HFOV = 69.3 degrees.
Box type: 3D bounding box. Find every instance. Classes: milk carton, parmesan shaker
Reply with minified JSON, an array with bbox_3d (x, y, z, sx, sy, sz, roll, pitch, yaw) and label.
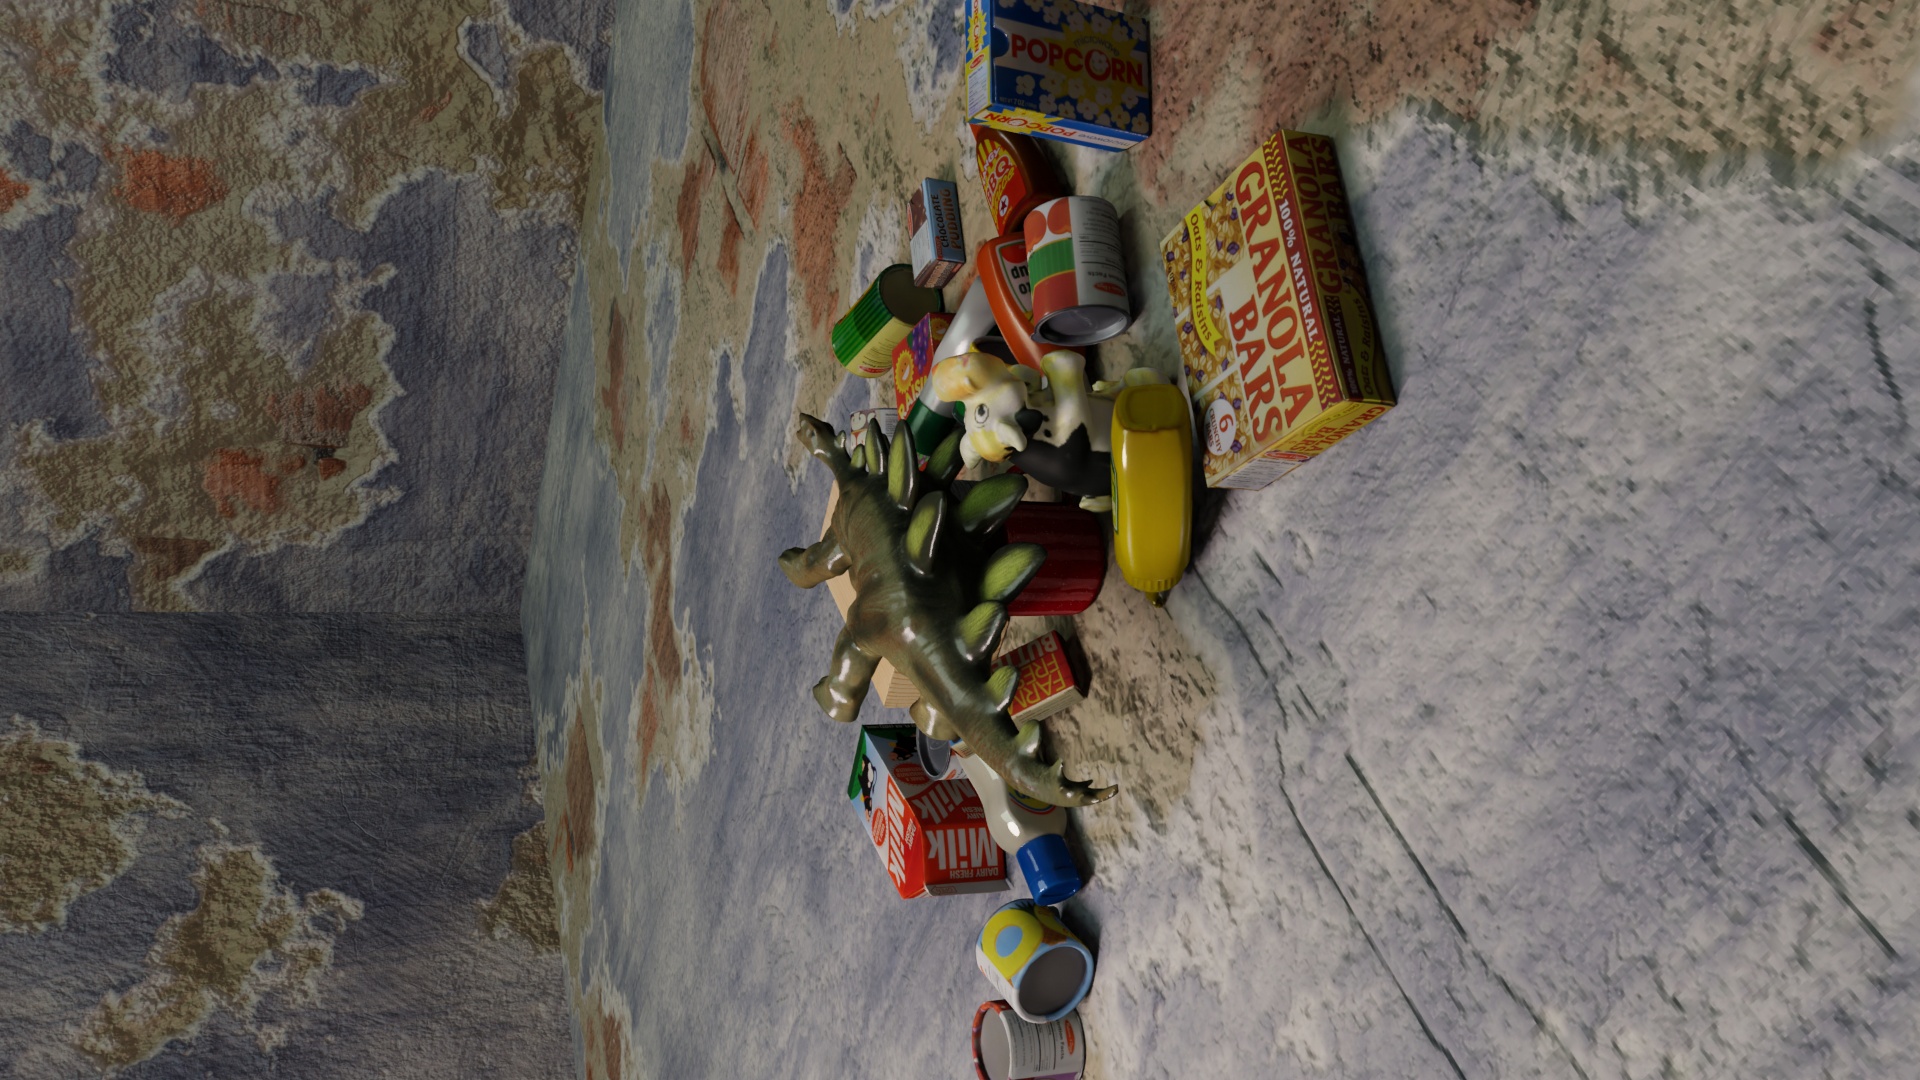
[{"bbox_3d":[-0.027,0.230,1.141,0.191,0.072,0.073,-132,50,-55],"label":"milk carton"},{"bbox_3d":[-0.065,-0.199,1.261,0.102,0.071,0.071,-36,56,55],"label":"parmesan shaker"}]

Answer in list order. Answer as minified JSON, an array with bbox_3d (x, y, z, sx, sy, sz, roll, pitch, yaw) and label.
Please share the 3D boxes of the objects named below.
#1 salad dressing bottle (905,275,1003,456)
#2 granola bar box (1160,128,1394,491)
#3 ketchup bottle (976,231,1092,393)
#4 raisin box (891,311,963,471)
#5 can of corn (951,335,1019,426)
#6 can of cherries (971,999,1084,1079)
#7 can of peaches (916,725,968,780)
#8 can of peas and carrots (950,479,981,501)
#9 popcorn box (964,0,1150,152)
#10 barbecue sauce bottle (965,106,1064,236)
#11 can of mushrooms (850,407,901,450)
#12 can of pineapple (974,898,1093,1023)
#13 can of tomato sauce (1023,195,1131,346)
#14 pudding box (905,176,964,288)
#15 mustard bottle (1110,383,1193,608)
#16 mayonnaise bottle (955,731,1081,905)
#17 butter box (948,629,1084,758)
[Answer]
[{"bbox_3d":[0.000,-0.136,1.099,0.044,0.064,0.147,35,112,14],"label":"salad dressing bottle"},{"bbox_3d":[0.173,-0.127,0.784,0.123,0.039,0.166,141,126,-58],"label":"granola bar box"},{"bbox_3d":[0.061,-0.150,1.000,0.043,0.065,0.149,127,129,-62],"label":"ketchup bottle"},{"bbox_3d":[-0.021,-0.123,1.194,0.086,0.040,0.123,144,122,-59],"label":"raisin box"},{"bbox_3d":[0.034,-0.114,1.047,0.071,0.071,0.058,-126,44,-52],"label":"can of corn"},{"bbox_3d":[0.046,0.362,0.994,0.071,0.058,0.071,-8,81,64],"label":"can of cherries"},{"bbox_3d":[0.004,0.153,1.099,0.071,0.058,0.071,-177,89,-65],"label":"can of peaches"},{"bbox_3d":[0.004,-0.014,1.110,0.071,0.059,0.071,-177,89,-65],"label":"can of peas and carrots"},{"bbox_3d":[0.065,-0.313,0.922,0.038,0.127,0.085,-8,81,60],"label":"popcorn box"},{"bbox_3d":[0.039,-0.290,1.074,0.064,0.044,0.149,119,144,-45],"label":"barbecue sauce bottle"},{"bbox_3d":[-0.068,-0.098,1.258,0.071,0.071,0.033,168,101,-64],"label":"can of mushrooms"},{"bbox_3d":[0.053,0.294,0.976,0.058,0.071,0.070,33,118,57],"label":"can of pineapple"},{"bbox_3d":[0.078,-0.184,0.955,0.071,0.071,0.083,146,122,-60],"label":"can of tomato sauce"},{"bbox_3d":[-0.023,-0.270,1.218,0.049,0.030,0.084,139,128,-59],"label":"pudding box"},{"bbox_3d":[0.118,-0.017,0.853,0.066,0.049,0.159,-81,-12,-52],"label":"mustard bottle"},{"bbox_3d":[0.044,0.191,1.011,0.041,0.065,0.149,-58,42,37],"label":"mayonnaise bottle"},{"bbox_3d":[0.035,0.111,1.005,0.103,0.024,0.053,-28,51,11],"label":"butter box"}]
